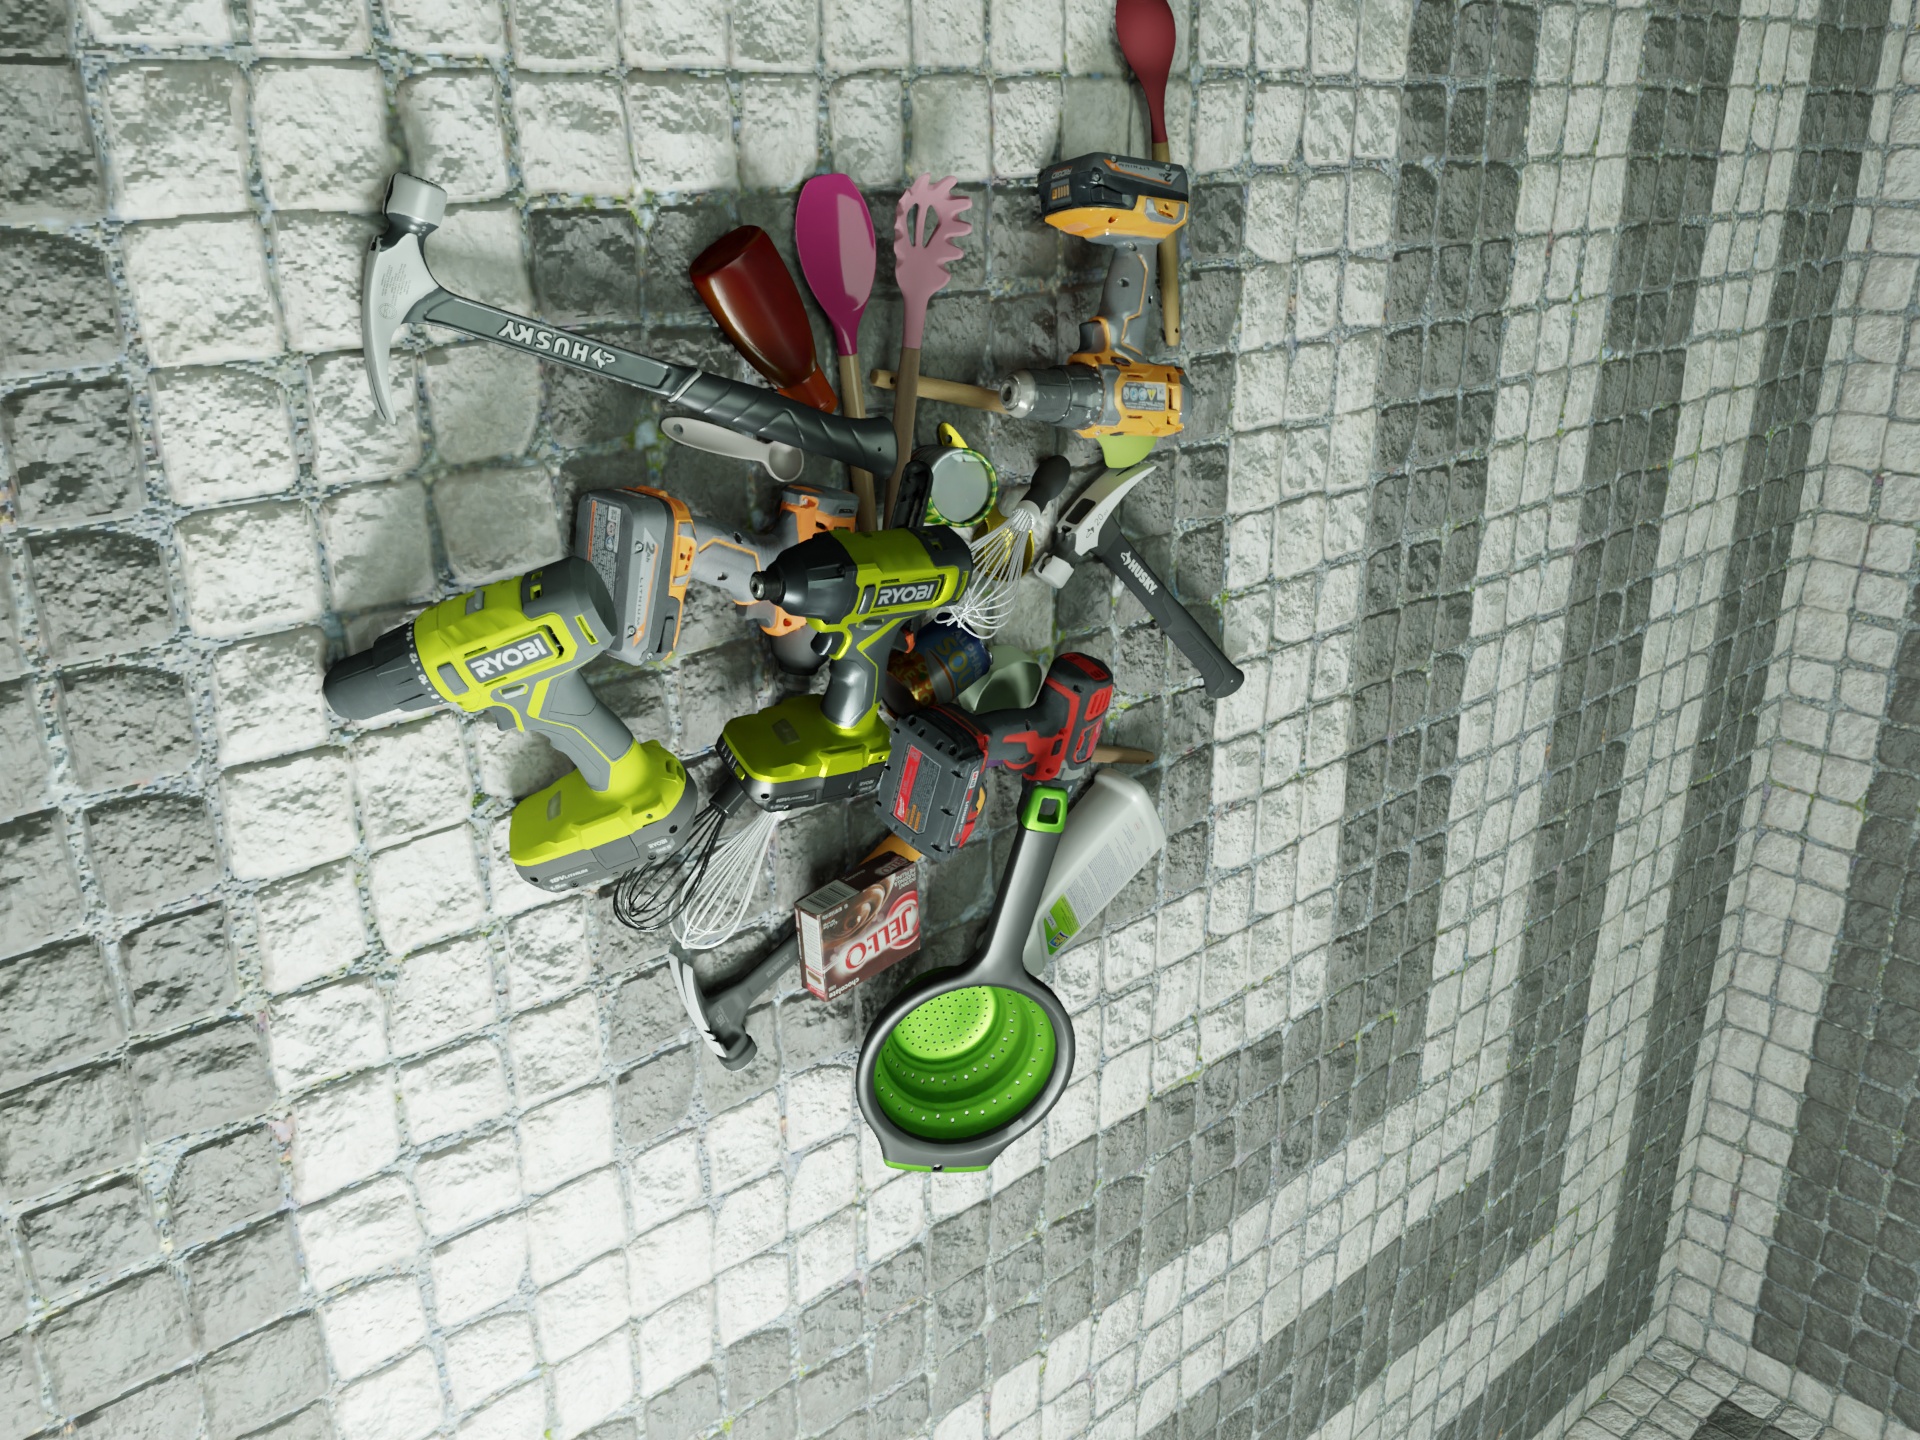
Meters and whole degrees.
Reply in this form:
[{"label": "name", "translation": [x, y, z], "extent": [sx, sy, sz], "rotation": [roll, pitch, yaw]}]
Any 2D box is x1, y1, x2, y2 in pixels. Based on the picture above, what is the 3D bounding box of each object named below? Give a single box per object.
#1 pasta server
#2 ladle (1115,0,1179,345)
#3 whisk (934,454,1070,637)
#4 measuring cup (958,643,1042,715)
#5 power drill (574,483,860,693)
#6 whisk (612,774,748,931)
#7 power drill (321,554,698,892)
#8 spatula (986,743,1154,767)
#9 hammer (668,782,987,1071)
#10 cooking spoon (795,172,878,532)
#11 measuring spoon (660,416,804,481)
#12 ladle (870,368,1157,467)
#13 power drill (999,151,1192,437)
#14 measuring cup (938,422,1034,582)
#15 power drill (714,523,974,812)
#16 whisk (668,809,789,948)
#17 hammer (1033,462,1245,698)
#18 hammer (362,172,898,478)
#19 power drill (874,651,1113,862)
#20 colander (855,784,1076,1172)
[{"label": "pasta server", "translation": [-0.040, -0.266, 1.256], "extent": [0.060, 0.040, 0.316], "rotation": [1, 107, -21]}, {"label": "ladle", "translation": [0.177, -0.488, 1.415], "extent": [0.069, 0.031, 0.315], "rotation": [-30, 126, -32]}, {"label": "whisk", "translation": [0.043, -0.157, 1.325], "extent": [0.285, 0.070, 0.070], "rotation": [-59, 143, -50]}, {"label": "measuring cup", "translation": [-0.002, -0.005, 1.420], "extent": [0.167, 0.038, 0.083], "rotation": [-39, 146, -4]}, {"label": "power drill", "translation": [-0.175, -0.095, 1.186], "extent": [0.226, 0.084, 0.164], "rotation": [-7, 109, -47]}, {"label": "whisk", "translation": [-0.188, 0.070, 1.259], "extent": [0.239, 0.055, 0.055], "rotation": [-52, 133, -21]}, {"label": "power drill", "translation": [-0.296, 0.010, 1.078], "extent": [0.190, 0.080, 0.228], "rotation": [-20, 130, 4]}, {"label": "spatula", "translation": [0.093, 0.029, 1.514], "extent": [0.315, 0.018, 0.059], "rotation": [5, 130, -50]}, {"label": "hammer", "translation": [-0.102, 0.149, 1.378], "extent": [0.337, 0.034, 0.127], "rotation": [-41, 130, -26]}, {"label": "cooking spoon", "translation": [-0.086, -0.263, 1.251], "extent": [0.068, 0.017, 0.318], "rotation": [-21, 118, -30]}, {"label": "measuring spoon", "translation": [-0.173, -0.206, 1.195], "extent": [0.124, 0.018, 0.034], "rotation": [10, 85, -38]}, {"label": "ladle", "translation": [0.052, -0.272, 1.372], "extent": [0.320, 0.062, 0.078], "rotation": [2, 106, -37]}, {"label": "power drill", "translation": [0.112, -0.352, 1.335], "extent": [0.185, 0.084, 0.226], "rotation": [-6, 98, -34]}, {"label": "measuring cup", "translation": [0.013, -0.189, 1.375], "extent": [0.062, 0.029, 0.156], "rotation": [-43, 118, -26]}, {"label": "power drill", "translation": [-0.098, -0.042, 1.177], "extent": [0.171, 0.080, 0.223], "rotation": [-11, 137, -37]}, {"label": "whisk", "translation": [-0.157, 0.080, 1.297], "extent": [0.246, 0.058, 0.059], "rotation": [-57, 169, -16]}, {"label": "hammer", "translation": [0.200, -0.119, 1.561], "extent": [0.146, 0.035, 0.334], "rotation": [-55, 135, -6]}, {"label": "hammer", "translation": [-0.210, -0.232, 1.100], "extent": [0.408, 0.036, 0.149], "rotation": [12, 99, -38]}, {"label": "power drill", "translation": [0.034, 0.047, 1.381], "extent": [0.226, 0.080, 0.187], "rotation": [-20, 135, -44]}, {"label": "colander", "translation": [0.017, 0.220, 1.428], "extent": [0.204, 0.095, 0.397], "rotation": [8, 112, -20]}]
